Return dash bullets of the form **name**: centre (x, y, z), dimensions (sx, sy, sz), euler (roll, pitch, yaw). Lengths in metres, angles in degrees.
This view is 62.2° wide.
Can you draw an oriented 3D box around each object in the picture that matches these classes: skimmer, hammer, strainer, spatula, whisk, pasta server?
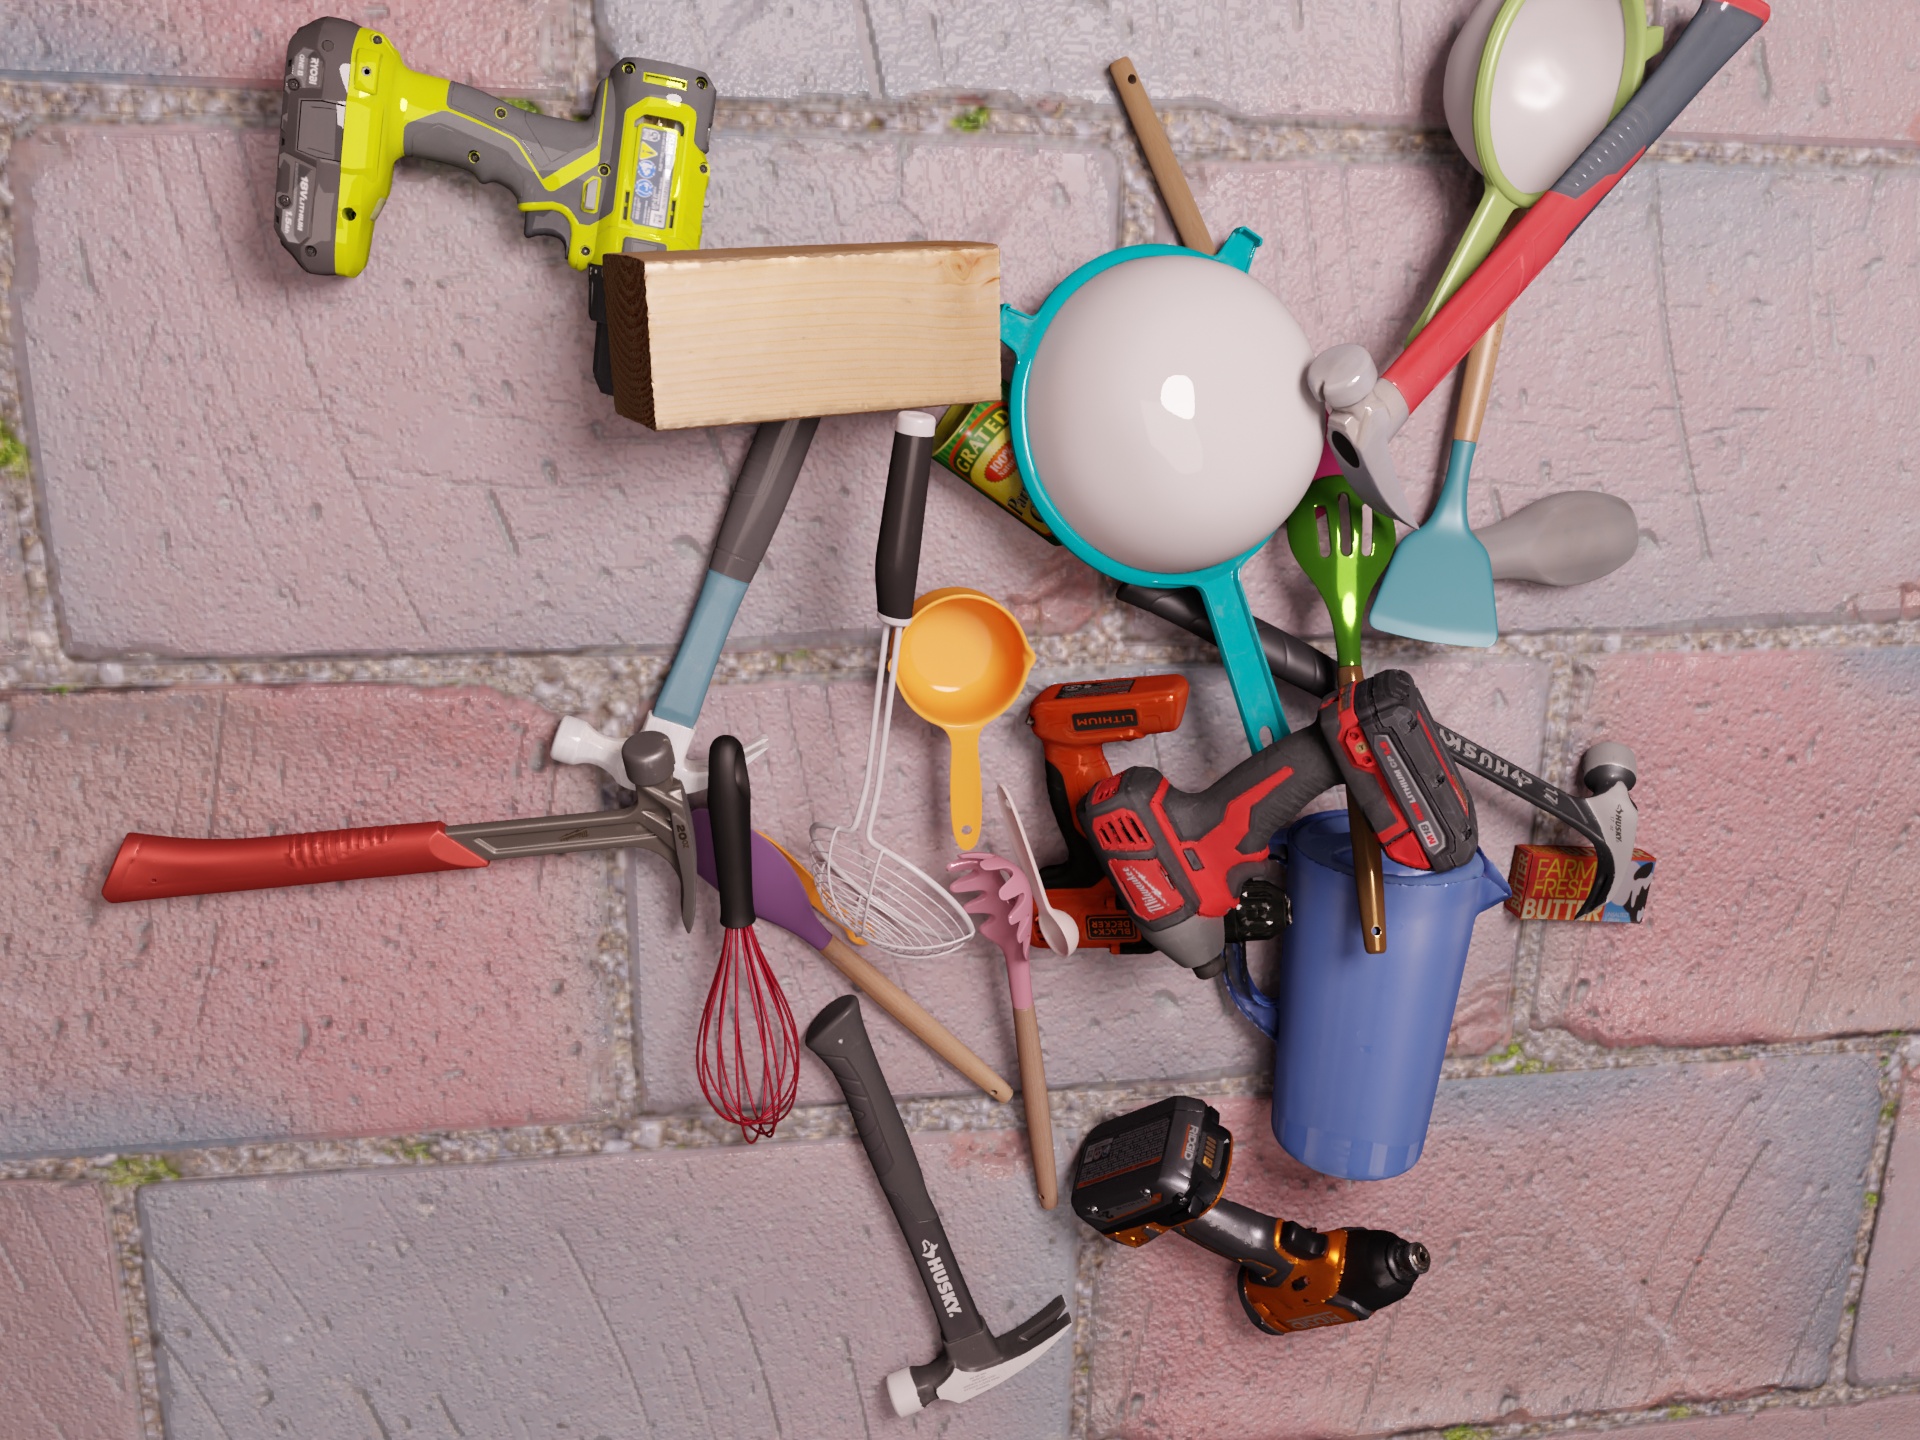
- **skimmer**: centre (-0.031, -0.012, 0.982), dimensions (0.090, 0.127, 0.363), euler (-21, 126, -50)
- **hammer**: centre (0.286, -0.003, 1.072), dimensions (0.408, 0.149, 0.036), euler (27, 141, -10)
- **strainer**: centre (0.325, -0.350, 0.989), dimensions (0.151, 0.069, 0.256), euler (15, 105, -41)
- **hammer**: centre (-0.030, 0.345, 1.145), dimensions (0.146, 0.035, 0.334), euler (-20, 108, -3)
- **spatula**: centre (-0.073, 0.167, 1.093), dimensions (0.059, 0.018, 0.315), euler (-36, 111, 27)
- **spatula**: centre (0.336, -0.208, 1.035), dimensions (0.082, 0.044, 0.317), euler (11, 97, 14)
- **whisk**: centre (-0.145, 0.148, 1.044), dimensions (0.073, 0.073, 0.295), euler (-5, 110, -9)
- **hammer**: centre (-0.350, 0.089, 1.007), dimensions (0.359, 0.037, 0.149), euler (-6, 126, -4)
- **strainer**: centre (0.162, -0.126, 0.959), dimensions (0.211, 0.095, 0.340), euler (-23, 100, -19)
- **pasta server**: centre (0.040, 0.221, 1.101), dimensions (0.040, 0.060, 0.316), euler (-27, 122, -33)
- **hammer**: centre (-0.142, -0.105, 1.001), dimensions (0.128, 0.033, 0.331), euler (21, 101, -14)
- **hammer**: centre (0.365, -0.293, 0.976), dimensions (0.386, 0.038, 0.143), euler (-47, 135, -6)

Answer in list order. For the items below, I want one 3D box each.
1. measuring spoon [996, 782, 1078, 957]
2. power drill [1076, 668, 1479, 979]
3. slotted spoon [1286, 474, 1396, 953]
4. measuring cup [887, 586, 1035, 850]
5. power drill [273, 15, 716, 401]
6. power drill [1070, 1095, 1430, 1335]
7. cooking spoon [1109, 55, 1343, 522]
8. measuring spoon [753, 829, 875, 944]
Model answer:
- **measuring spoon**: centre (0.052, 0.097, 1.048), dimensions (0.018, 0.034, 0.124), euler (-23, 97, -23)
- **power drill**: centre (0.194, 0.069, 0.974), dimensions (0.219, 0.078, 0.143), euler (-25, 100, 22)
- **slotted spoon**: centre (0.254, -0.009, 1.020), dimensions (0.070, 0.031, 0.314), euler (-3, 83, 3)
- **measuring cup**: centre (-0.002, -0.003, 1.044), dimensions (0.095, 0.052, 0.173), euler (-4, 108, -9)
- **power drill**: centre (-0.261, -0.290, 0.907), dimensions (0.228, 0.080, 0.190), euler (7, 104, -14)
- **power drill**: centre (0.211, 0.358, 1.131), dimensions (0.226, 0.084, 0.164), euler (35, 139, -16)
- **cooking spoon**: centre (0.168, -0.269, 1.016), dimensions (0.069, 0.017, 0.318), euler (-31, 109, -7)
- **measuring spoon**: centre (-0.101, 0.112, 1.080), dimensions (0.116, 0.011, 0.021), euler (44, 124, -15)
